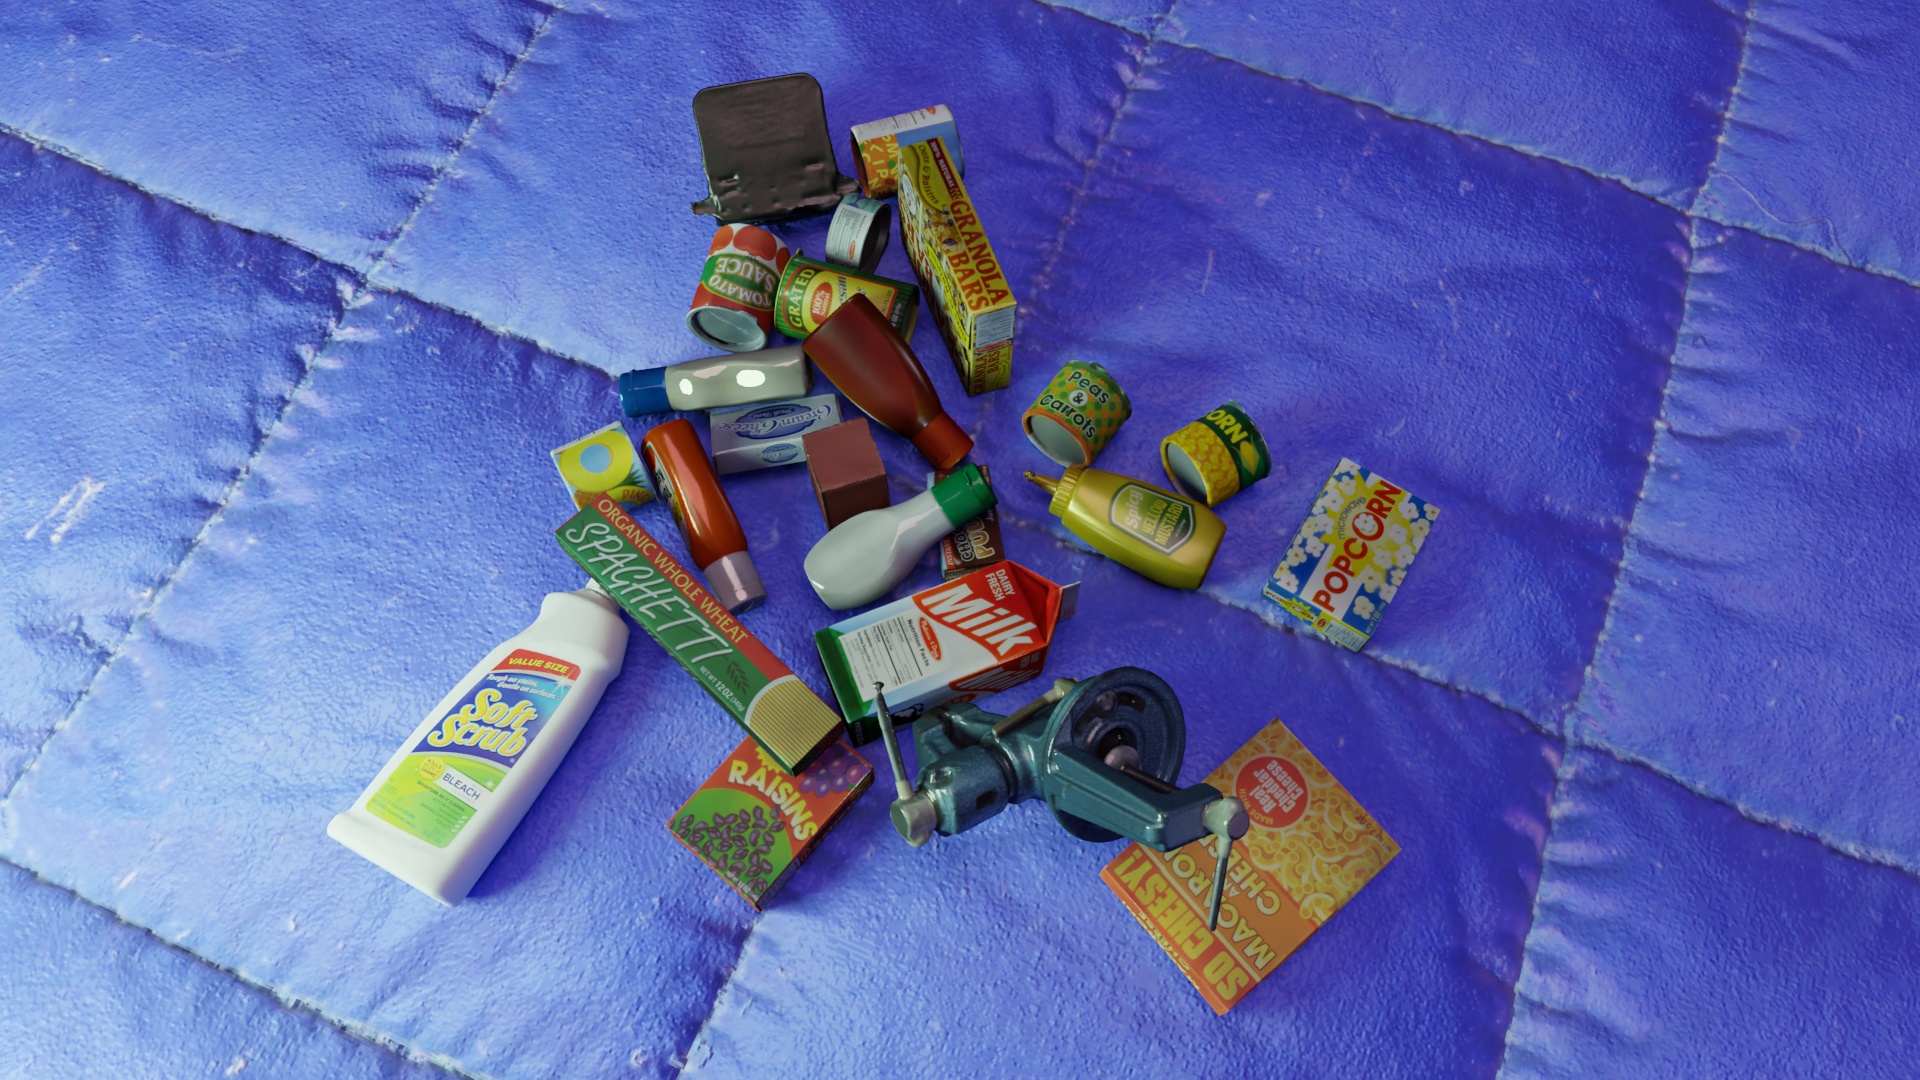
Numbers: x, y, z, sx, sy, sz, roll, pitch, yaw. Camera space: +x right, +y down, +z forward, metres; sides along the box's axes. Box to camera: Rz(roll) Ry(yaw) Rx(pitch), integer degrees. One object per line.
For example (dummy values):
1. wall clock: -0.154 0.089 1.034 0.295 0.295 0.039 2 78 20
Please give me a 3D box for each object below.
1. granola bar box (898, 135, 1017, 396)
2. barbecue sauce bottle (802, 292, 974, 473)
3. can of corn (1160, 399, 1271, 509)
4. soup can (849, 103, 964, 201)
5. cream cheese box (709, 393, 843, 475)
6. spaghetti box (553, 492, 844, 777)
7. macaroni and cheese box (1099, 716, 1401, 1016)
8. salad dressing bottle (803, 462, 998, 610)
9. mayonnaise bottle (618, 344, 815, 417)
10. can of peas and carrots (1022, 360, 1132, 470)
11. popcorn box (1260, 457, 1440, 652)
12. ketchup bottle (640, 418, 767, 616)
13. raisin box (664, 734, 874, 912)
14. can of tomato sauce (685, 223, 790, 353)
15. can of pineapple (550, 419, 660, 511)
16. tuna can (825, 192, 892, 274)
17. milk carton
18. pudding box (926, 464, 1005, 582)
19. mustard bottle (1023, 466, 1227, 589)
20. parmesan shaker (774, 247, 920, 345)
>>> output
1. granola bar box: -0.005 -0.215 1.101 0.039 0.123 0.166 -18 68 -9
2. barbecue sauce bottle: -0.051 -0.117 1.073 0.148 0.064 0.044 48 27 -8
3. can of corn: 0.195 -0.065 1.069 0.058 0.071 0.071 -29 70 -12
4. soup can: -0.045 -0.327 1.183 0.084 0.071 0.071 -16 68 -7
5. cream cheese box: -0.143 -0.083 1.084 0.104 0.024 0.053 -10 44 -6
6. spaghetti box: -0.187 0.063 0.978 0.250 0.028 0.050 42 70 14
7. macaroni and cheese box: 0.199 0.223 0.958 0.167 0.040 0.124 -37 72 -16
8. salad dressing bottle: -0.043 -0.004 1.027 0.147 0.044 0.064 -32 59 5
9. mayonnaise bottle: -0.191 -0.124 1.092 0.148 0.065 0.041 -8 105 2
10. can of peas and carrots: 0.090 -0.098 1.080 0.071 0.070 0.059 35 71 13
11. popcorn box: 0.296 0.010 1.055 0.085 0.038 0.127 31 69 12
12. ketchup bottle: -0.191 -0.016 1.044 0.044 0.064 0.149 -23 77 -19
13. raisin box: -0.131 0.182 0.968 0.086 0.040 0.124 37 70 15
14. can of tomato sauce: -0.178 -0.204 1.121 0.071 0.071 0.083 11 66 3
15. can of pineapple: -0.269 -0.049 1.052 0.058 0.070 0.071 -26 70 -12
16. tuna can: -0.084 -0.252 1.149 0.033 0.070 0.071 20 67 8
17. milk carton: -0.002 0.075 1.001 0.191 0.072 0.073 -21 68 -9
18. pudding box: 0.004 -0.013 1.063 0.050 0.030 0.084 -8 66 -4
19. mustard bottle: 0.119 -0.019 1.058 0.160 0.048 0.065 24 66 9
20. parmesan shaker: -0.090 -0.189 1.117 0.103 0.071 0.071 15 67 5
